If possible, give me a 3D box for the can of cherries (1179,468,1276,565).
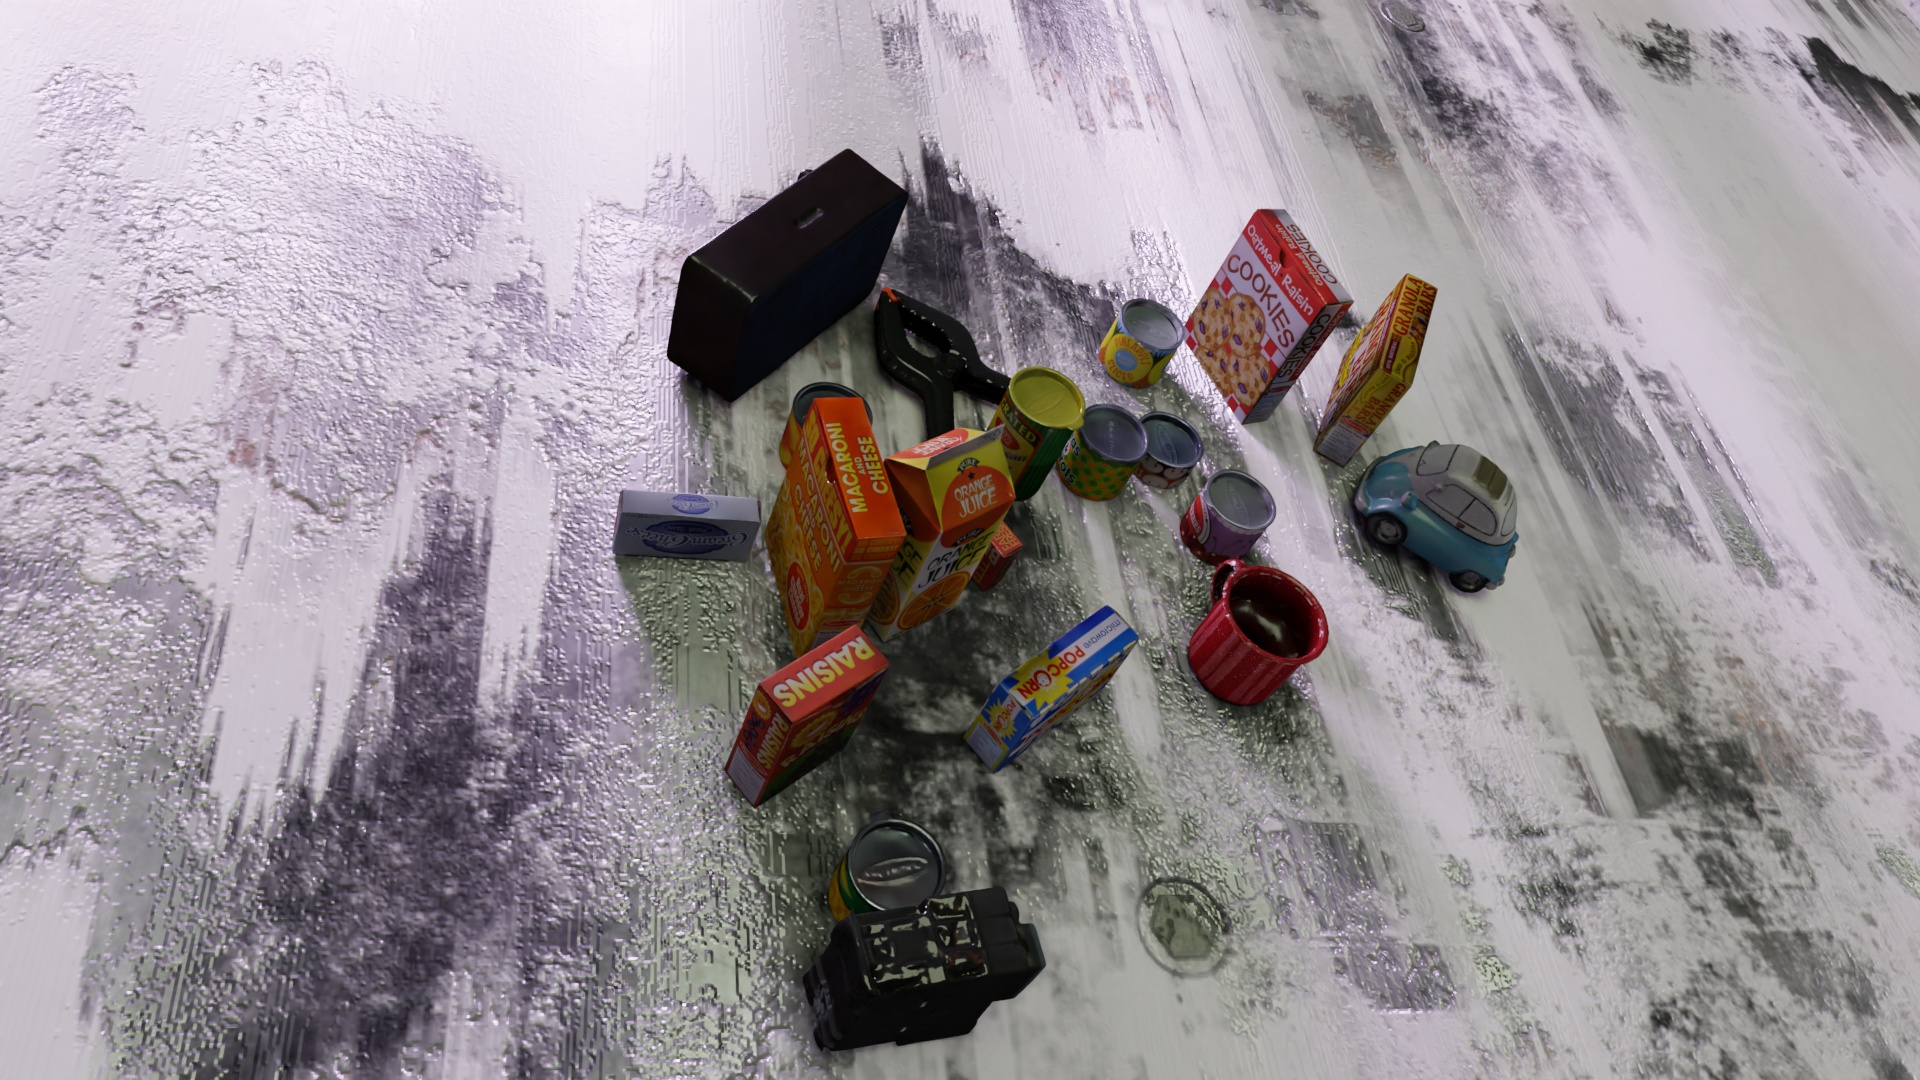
[{"bbox_3d":[0.231,-0.020,1.218,0.071,0.058,0.072,11,51,-14],"label":"can of cherries"}]

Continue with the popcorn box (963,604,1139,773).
[{"bbox_3d":[0.068,0.110,1.034,0.127,0.084,0.038,-31,71,-37],"label":"popcorn box"}]

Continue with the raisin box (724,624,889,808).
[{"bbox_3d":[-0.104,0.119,0.931,0.086,0.122,0.040,-30,69,-36],"label":"raisin box"}]

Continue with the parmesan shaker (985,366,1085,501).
[{"bbox_3d":[0.057,-0.086,1.169,0.071,0.102,0.072,11,51,-14],"label":"parmesan shaker"}]

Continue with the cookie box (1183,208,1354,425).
[{"bbox_3d":[0.285,-0.211,1.315,0.040,0.166,0.123,-12,60,-29],"label":"cookie box"}]

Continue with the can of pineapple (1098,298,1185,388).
[{"bbox_3d":[0.171,-0.186,1.322,0.071,0.057,0.071,11,51,-14],"label":"can of pineapple"}]

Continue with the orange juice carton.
[{"bbox_3d":[-0.024,-0.014,1.020,0.072,0.191,0.073,-25,67,-35],"label":"orange juice carton"}]

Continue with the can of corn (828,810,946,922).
[{"bbox_3d":[-0.050,0.223,0.916,0.071,0.058,0.071,11,51,-14],"label":"can of corn"}]

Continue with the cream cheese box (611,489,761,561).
[{"bbox_3d":[-0.205,-0.011,1.036,0.104,0.053,0.024,4,53,-20],"label":"cream cheese box"}]

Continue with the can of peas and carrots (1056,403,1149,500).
[{"bbox_3d":[0.122,-0.077,1.217,0.071,0.058,0.071,11,51,-14],"label":"can of peas and carrots"}]

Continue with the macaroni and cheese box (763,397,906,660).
[{"bbox_3d":[-0.095,-0.003,1.001,0.040,0.165,0.124,-4,56,-25],"label":"macaroni and cheese box"}]

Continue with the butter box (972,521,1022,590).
[{"bbox_3d":[0.004,-0.014,1.124,0.024,0.052,0.104,-26,67,-35],"label":"butter box"}]

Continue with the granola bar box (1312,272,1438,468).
[{"bbox_3d":[0.406,-0.168,1.361,0.039,0.123,0.166,29,49,1],"label":"granola bar box"}]

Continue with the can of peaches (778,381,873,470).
[{"bbox_3d":[-0.110,-0.084,1.128,0.071,0.057,0.071,11,51,-14],"label":"can of peaches"}]

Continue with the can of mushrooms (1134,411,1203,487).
[{"bbox_3d":[0.182,-0.083,1.263,0.071,0.033,0.071,11,51,-14],"label":"can of mushrooms"}]
